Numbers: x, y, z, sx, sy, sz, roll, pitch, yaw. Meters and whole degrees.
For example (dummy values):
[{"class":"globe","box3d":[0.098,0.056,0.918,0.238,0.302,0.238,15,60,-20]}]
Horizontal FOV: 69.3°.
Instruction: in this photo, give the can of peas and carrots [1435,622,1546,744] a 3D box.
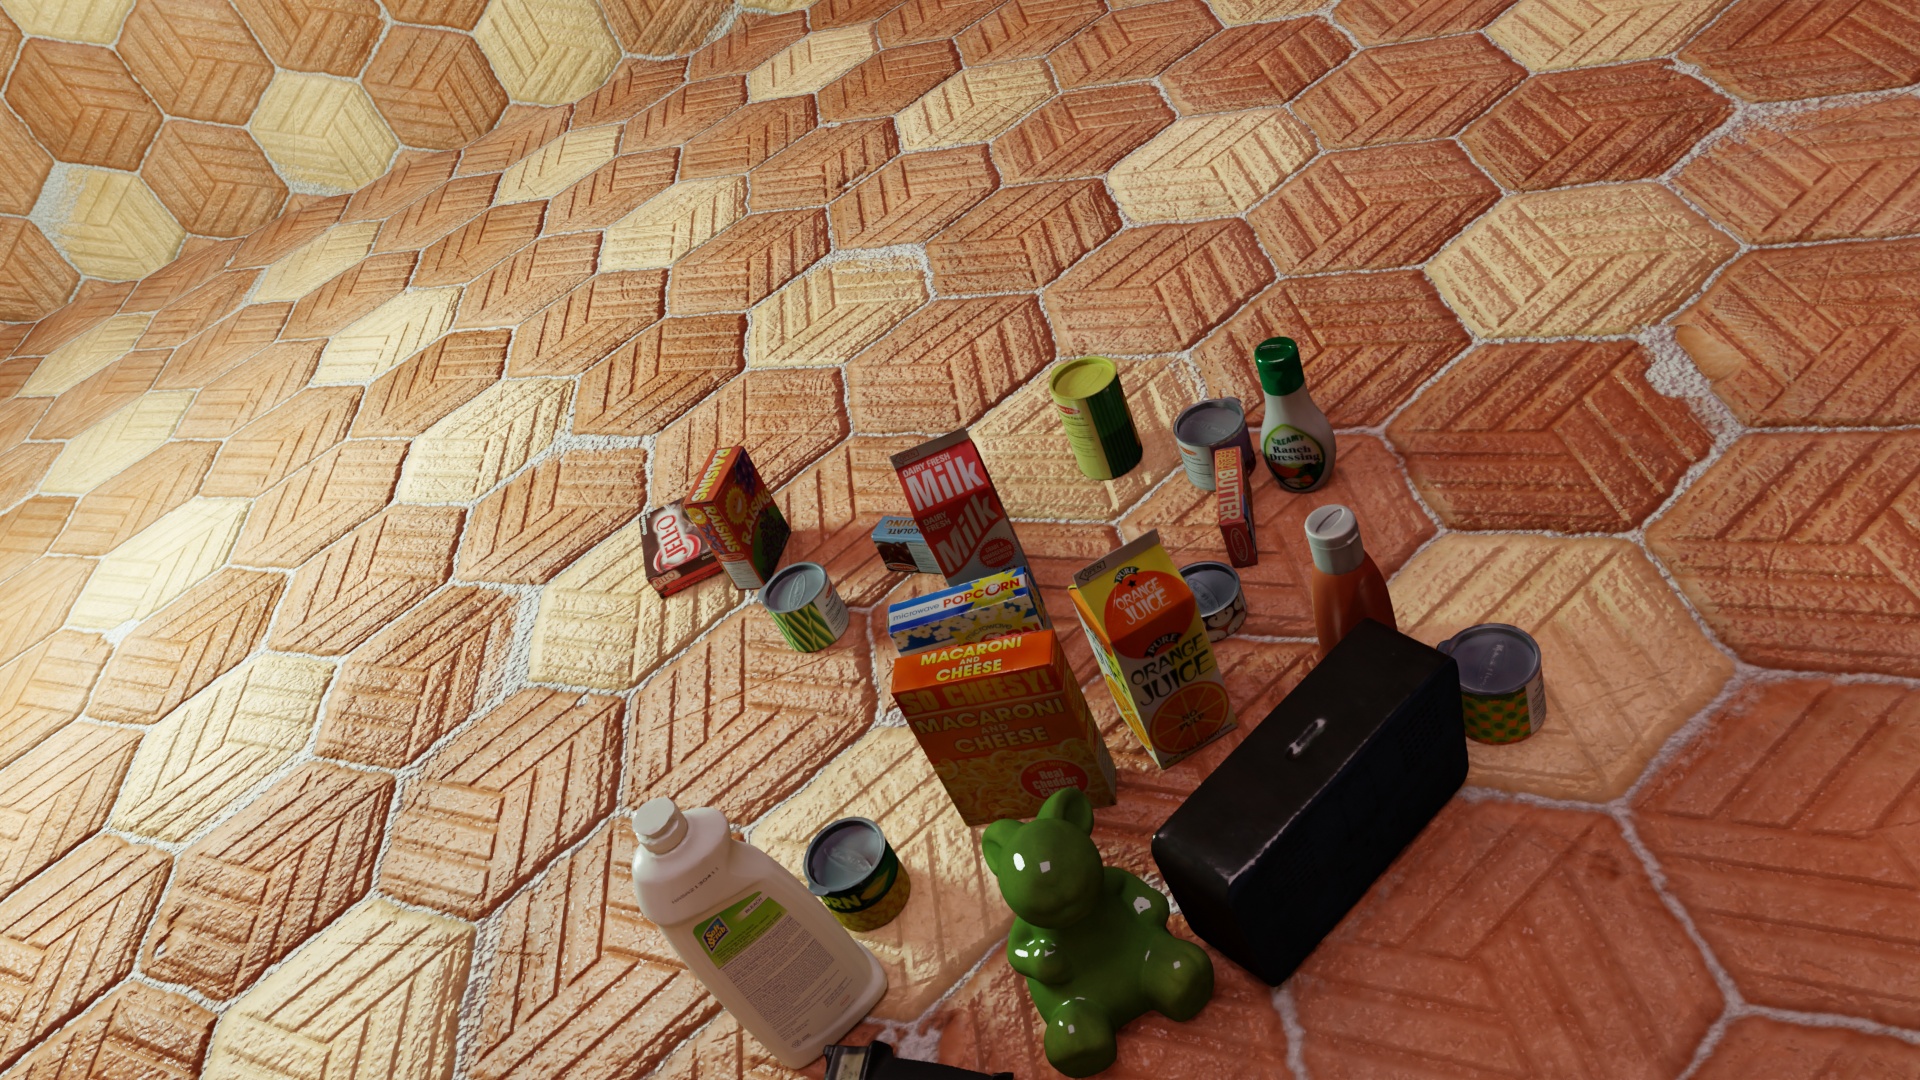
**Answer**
[{"class":"can of peas and carrots","box3d":[0.377,0.102,0.987,0.071,0.058,0.071,-15,39,13]}]

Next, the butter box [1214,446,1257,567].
[{"class":"butter box","box3d":[0.241,-0.030,1.217,0.024,0.053,0.104,-11,40,17]}]

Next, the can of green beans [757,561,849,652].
[{"class":"can of green beans","box3d":[-0.146,0.063,1.311,0.071,0.057,0.071,-15,39,13]}]

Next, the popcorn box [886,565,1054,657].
[{"class":"popcorn box","box3d":[0.011,0.079,1.188,0.126,0.085,0.038,-17,39,10]}]

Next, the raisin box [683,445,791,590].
[{"class":"raisin box","box3d":[-0.222,-0.022,1.398,0.040,0.123,0.086,-5,42,24]}]

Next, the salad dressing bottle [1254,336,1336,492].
[{"class":"salad dressing bottle","box3d":[0.287,-0.109,1.206,0.064,0.147,0.044,2,45,30]}]

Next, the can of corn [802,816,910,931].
[{"class":"can of corn","box3d":[-0.079,0.255,1.053,0.071,0.058,0.071,-15,39,13]}]

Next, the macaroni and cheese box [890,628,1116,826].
[{"class":"macaroni and cheese box","box3d":[0.035,0.142,1.036,0.123,0.165,0.040,-12,40,16]}]

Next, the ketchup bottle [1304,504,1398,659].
[{"class":"ketchup bottle","box3d":[0.289,0.038,1.035,0.065,0.148,0.043,-41,41,-19]}]

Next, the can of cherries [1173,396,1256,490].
[{"class":"can of cherries","box3d":[0.237,-0.090,1.282,0.071,0.058,0.072,-15,39,13]}]

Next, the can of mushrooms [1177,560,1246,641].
[{"class":"can of mushrooms","box3d":[0.202,0.052,1.158,0.071,0.033,0.071,-15,39,13]}]

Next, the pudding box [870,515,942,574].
[{"class":"pudding box","box3d":[-0.039,0.005,1.328,0.083,0.049,0.030,3,46,31]}]

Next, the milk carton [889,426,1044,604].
[{"class":"milk carton","box3d":[0.004,-0.015,1.215,0.072,0.189,0.074,-23,38,3]}]

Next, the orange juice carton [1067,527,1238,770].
[{"class":"orange juice carton","box3d":[0.140,0.075,1.037,0.072,0.191,0.073,-29,38,-5]}]

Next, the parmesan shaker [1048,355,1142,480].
[{"class":"parmesan shaker","box3d":[0.130,-0.118,1.337,0.071,0.102,0.072,-15,39,13]}]
